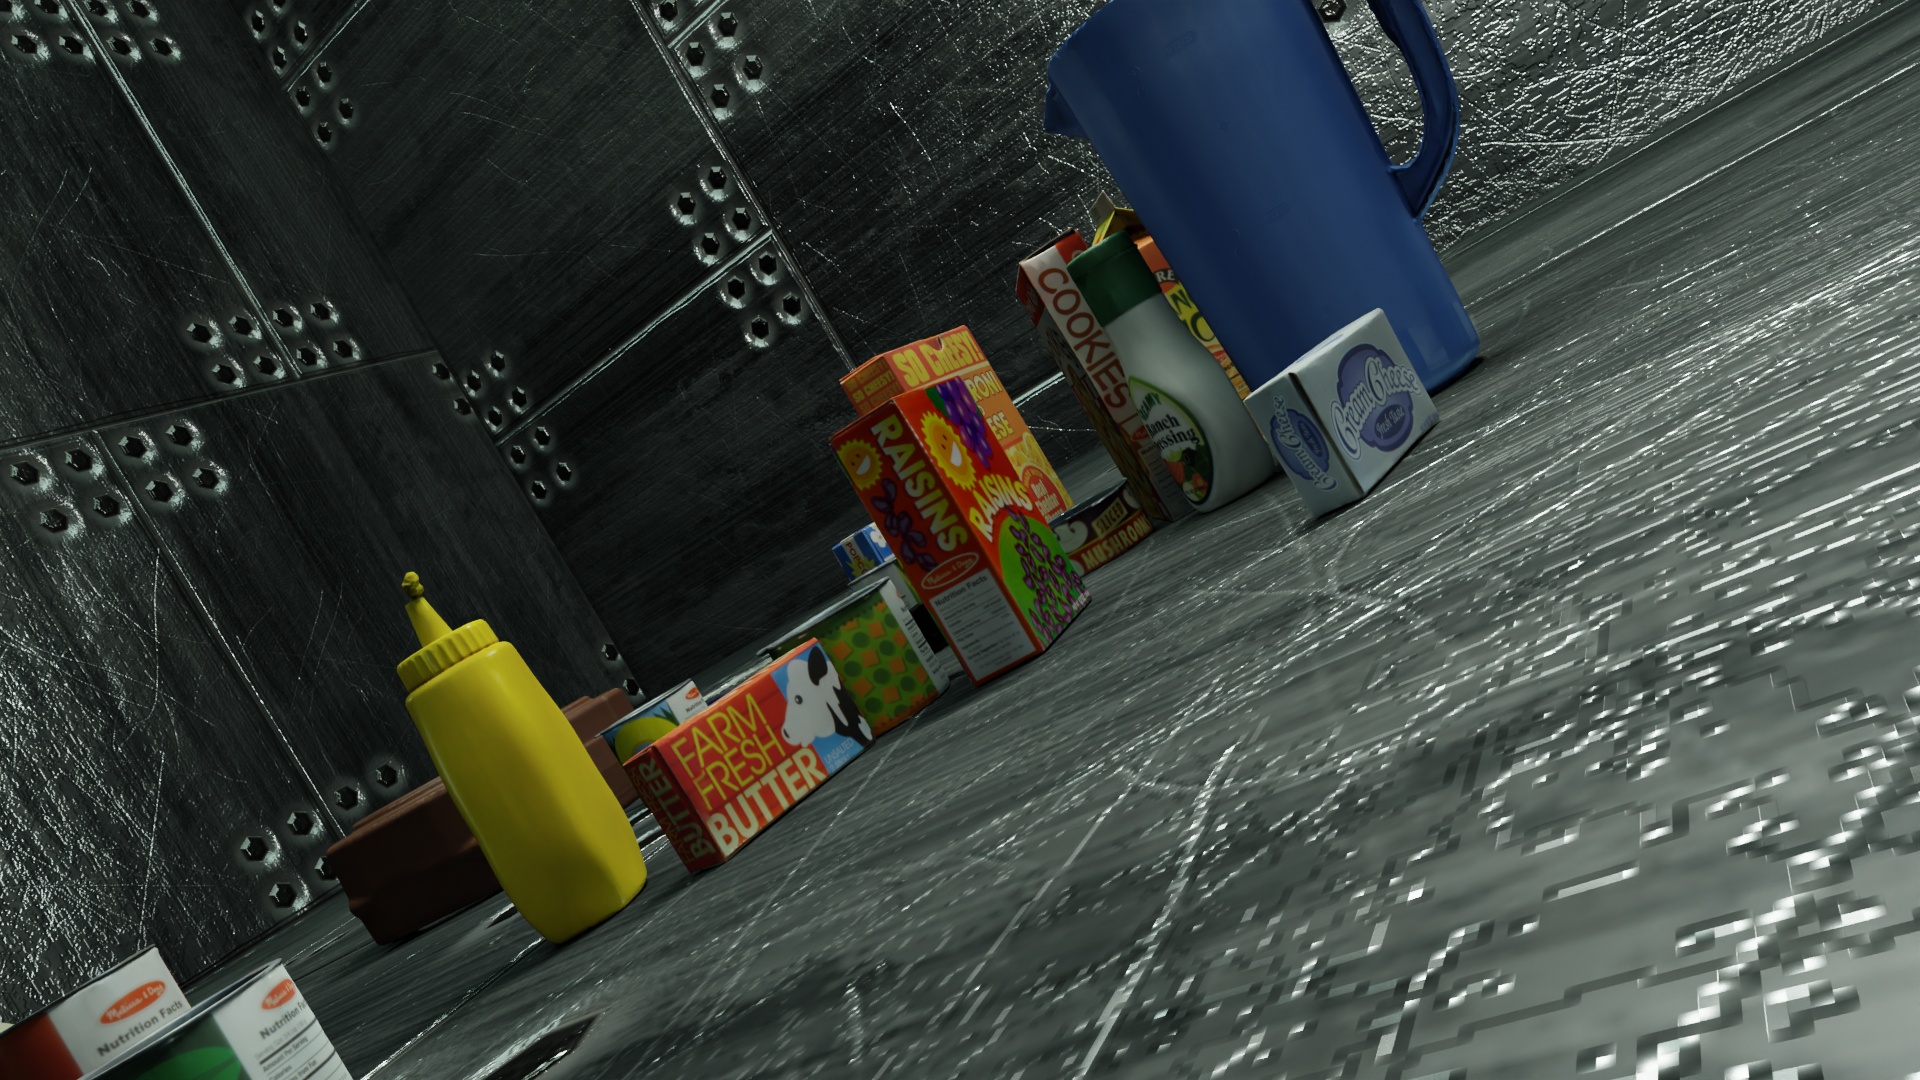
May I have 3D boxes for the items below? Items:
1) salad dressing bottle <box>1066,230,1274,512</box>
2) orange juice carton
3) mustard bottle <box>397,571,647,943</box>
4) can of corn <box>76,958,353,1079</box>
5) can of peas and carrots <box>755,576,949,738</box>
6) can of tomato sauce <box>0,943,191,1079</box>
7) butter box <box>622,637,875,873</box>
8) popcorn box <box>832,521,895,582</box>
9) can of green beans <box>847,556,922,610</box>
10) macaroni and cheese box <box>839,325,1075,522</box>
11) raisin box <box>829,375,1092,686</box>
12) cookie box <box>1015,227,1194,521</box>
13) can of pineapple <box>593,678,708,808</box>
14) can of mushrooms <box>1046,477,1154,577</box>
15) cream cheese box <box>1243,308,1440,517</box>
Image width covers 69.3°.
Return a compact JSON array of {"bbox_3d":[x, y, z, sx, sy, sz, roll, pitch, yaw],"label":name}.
[{"bbox_3d":[0.107,-0.088,0.717,0.044,0.147,0.064,-31,2,-17],"label":"salad dressing bottle"},{"bbox_3d":[0.137,-0.140,0.910,0.073,0.192,0.072,-31,2,1],"label":"orange juice carton"},{"bbox_3d":[-0.187,0.084,0.568,0.049,0.160,0.065,-31,2,-2],"label":"mustard bottle"},{"bbox_3d":[-0.227,0.173,0.423,0.071,0.058,0.071,-30,2,1],"label":"can of corn"},{"bbox_3d":[-0.049,0.059,0.638,0.071,0.058,0.071,-30,2,1],"label":"can of peas and carrots"},{"bbox_3d":[-0.303,0.200,0.498,0.071,0.083,0.071,-30,2,1],"label":"can of tomato sauce"},{"bbox_3d":[-0.082,0.085,0.563,0.024,0.053,0.104,-29,2,39],"label":"butter box"},{"bbox_3d":[-0.028,0.014,1.032,0.038,0.085,0.127,-29,2,37],"label":"popcorn box"},{"bbox_3d":[-0.032,0.037,0.920,0.071,0.058,0.071,-30,2,1],"label":"can of green beans"},{"bbox_3d":[0.009,-0.047,0.863,0.040,0.166,0.124,-30,2,29],"label":"macaroni and cheese box"},{"bbox_3d":[0.002,-0.008,0.614,0.040,0.123,0.086,-30,2,24],"label":"raisin box"},{"bbox_3d":[0.091,-0.094,0.817,0.040,0.167,0.123,-31,2,2],"label":"cookie box"},{"bbox_3d":[-0.187,0.130,0.885,0.071,0.058,0.071,-30,2,1],"label":"can of pineapple"},{"bbox_3d":[0.074,-0.005,0.781,0.071,0.033,0.071,-30,2,1],"label":"can of mushrooms"},{"bbox_3d":[0.151,-0.052,0.540,0.024,0.053,0.104,-29,2,40],"label":"cream cheese box"}]
